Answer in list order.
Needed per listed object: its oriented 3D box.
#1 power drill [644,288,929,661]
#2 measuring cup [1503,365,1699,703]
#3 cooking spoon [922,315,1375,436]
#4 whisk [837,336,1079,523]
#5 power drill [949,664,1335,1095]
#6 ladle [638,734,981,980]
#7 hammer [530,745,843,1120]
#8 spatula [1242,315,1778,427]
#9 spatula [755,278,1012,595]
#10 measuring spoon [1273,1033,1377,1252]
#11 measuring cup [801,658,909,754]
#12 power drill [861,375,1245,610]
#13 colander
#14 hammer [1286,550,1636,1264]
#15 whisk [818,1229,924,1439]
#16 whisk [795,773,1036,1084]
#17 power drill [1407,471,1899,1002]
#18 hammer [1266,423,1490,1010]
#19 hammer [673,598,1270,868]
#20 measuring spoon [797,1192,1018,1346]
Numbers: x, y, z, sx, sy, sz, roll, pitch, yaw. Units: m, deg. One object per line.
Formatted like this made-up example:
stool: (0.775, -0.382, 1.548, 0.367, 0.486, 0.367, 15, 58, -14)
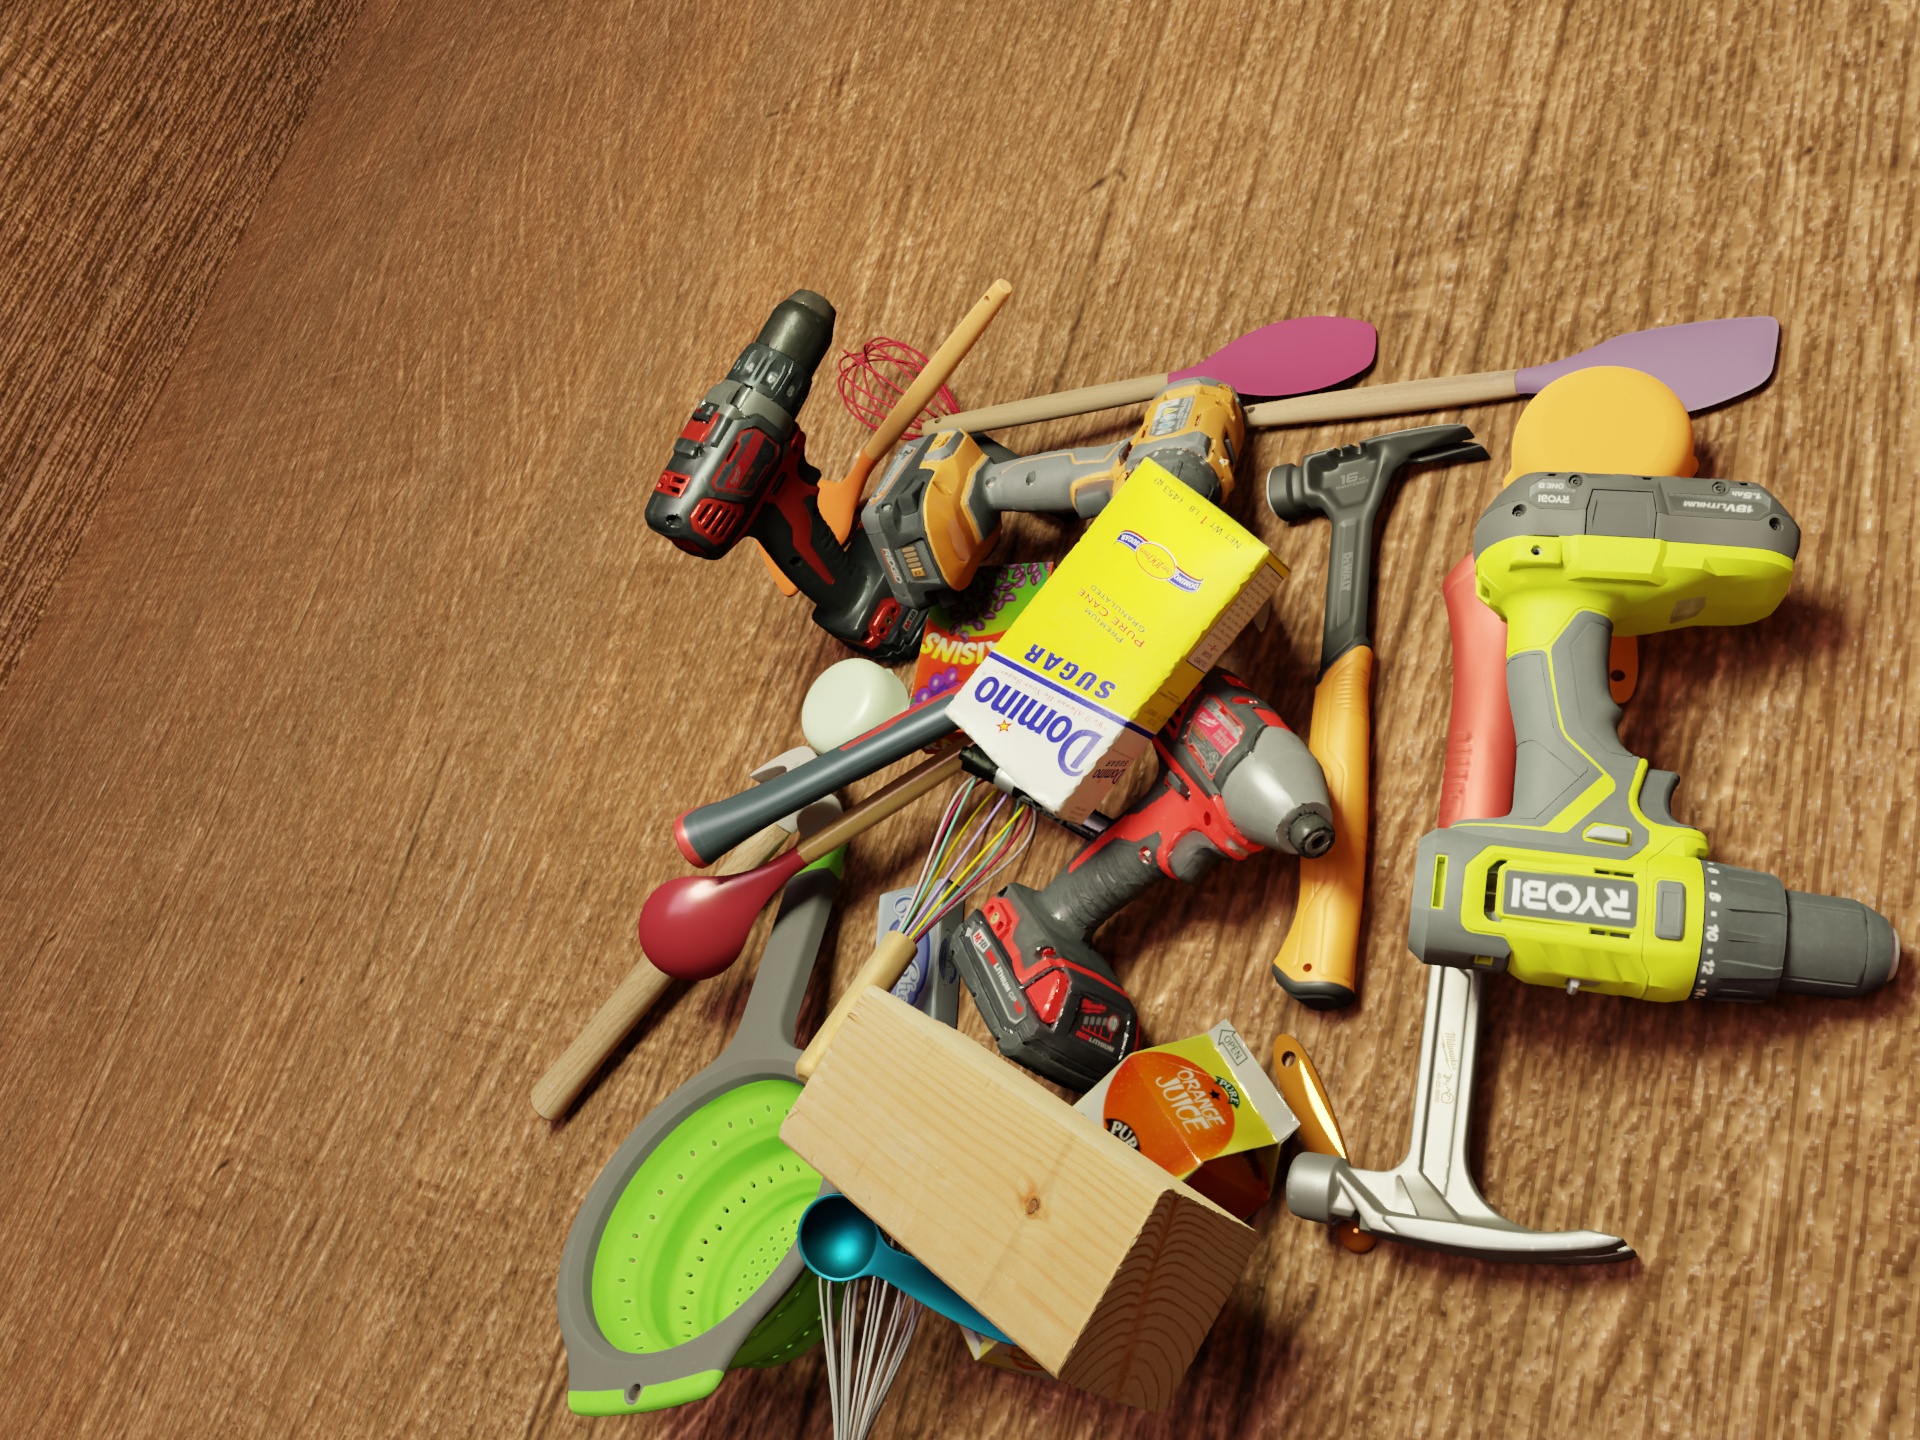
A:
power drill: (-0.090, -0.160, 1.082, 0.080, 0.226, 0.188, 21, 80, 46)
measuring cup: (0.324, -0.097, 0.796, 0.095, 0.052, 0.174, -4, 68, 19)
cooking spoon: (0.116, -0.219, 1.057, 0.319, 0.017, 0.069, -5, 54, 27)
whisk: (-0.005, -0.212, 1.167, 0.073, 0.073, 0.296, -51, 48, 4)
power drill: (0.102, 0.086, 0.843, 0.219, 0.078, 0.143, -51, 34, 12)
ladle: (-0.077, 0.072, 0.999, 0.315, 0.069, 0.031, -33, 4, 11)
hammer: (-0.194, 0.151, 1.104, 0.331, 0.031, 0.130, -50, 23, 12)
spatula: (0.296, -0.189, 0.915, 0.316, 0.018, 0.060, 2, 64, 41)
spatula: (-0.059, -0.208, 1.159, 0.322, 0.041, 0.081, -43, 66, 45)
measuring spoon: (0.175, 0.203, 0.778, 0.021, 0.011, 0.117, -34, 46, 20)
measuring cup: (-0.046, -0.001, 1.082, 0.168, 0.038, 0.083, 11, 72, 45)
power drill: (0.057, -0.130, 0.976, 0.226, 0.084, 0.185, -9, 33, 23)
colander: (-0.106, 0.241, 0.962, 0.204, 0.094, 0.397, -20, 35, 29)
hammer: (0.256, 0.072, 0.769, 0.149, 0.036, 0.359, -2, 62, 34)
whisk: (-0.057, 0.371, 0.813, 0.058, 0.059, 0.246, 9, 91, 15)
whisk: (-0.021, 0.113, 0.935, 0.047, 0.051, 0.245, 14, 52, 33)
power drill: (0.306, 0.012, 0.704, 0.190, 0.080, 0.229, 5, 72, 17)
hammer: (0.214, -0.009, 0.862, 0.127, 0.034, 0.337, -10, 58, 38)
hammer: (-0.001, -0.003, 0.942, 0.386, 0.038, 0.143, -27, 17, 10)
measuring spoon: (-0.019, 0.268, 0.772, 0.128, 0.021, 0.042, 23, 90, 12)
